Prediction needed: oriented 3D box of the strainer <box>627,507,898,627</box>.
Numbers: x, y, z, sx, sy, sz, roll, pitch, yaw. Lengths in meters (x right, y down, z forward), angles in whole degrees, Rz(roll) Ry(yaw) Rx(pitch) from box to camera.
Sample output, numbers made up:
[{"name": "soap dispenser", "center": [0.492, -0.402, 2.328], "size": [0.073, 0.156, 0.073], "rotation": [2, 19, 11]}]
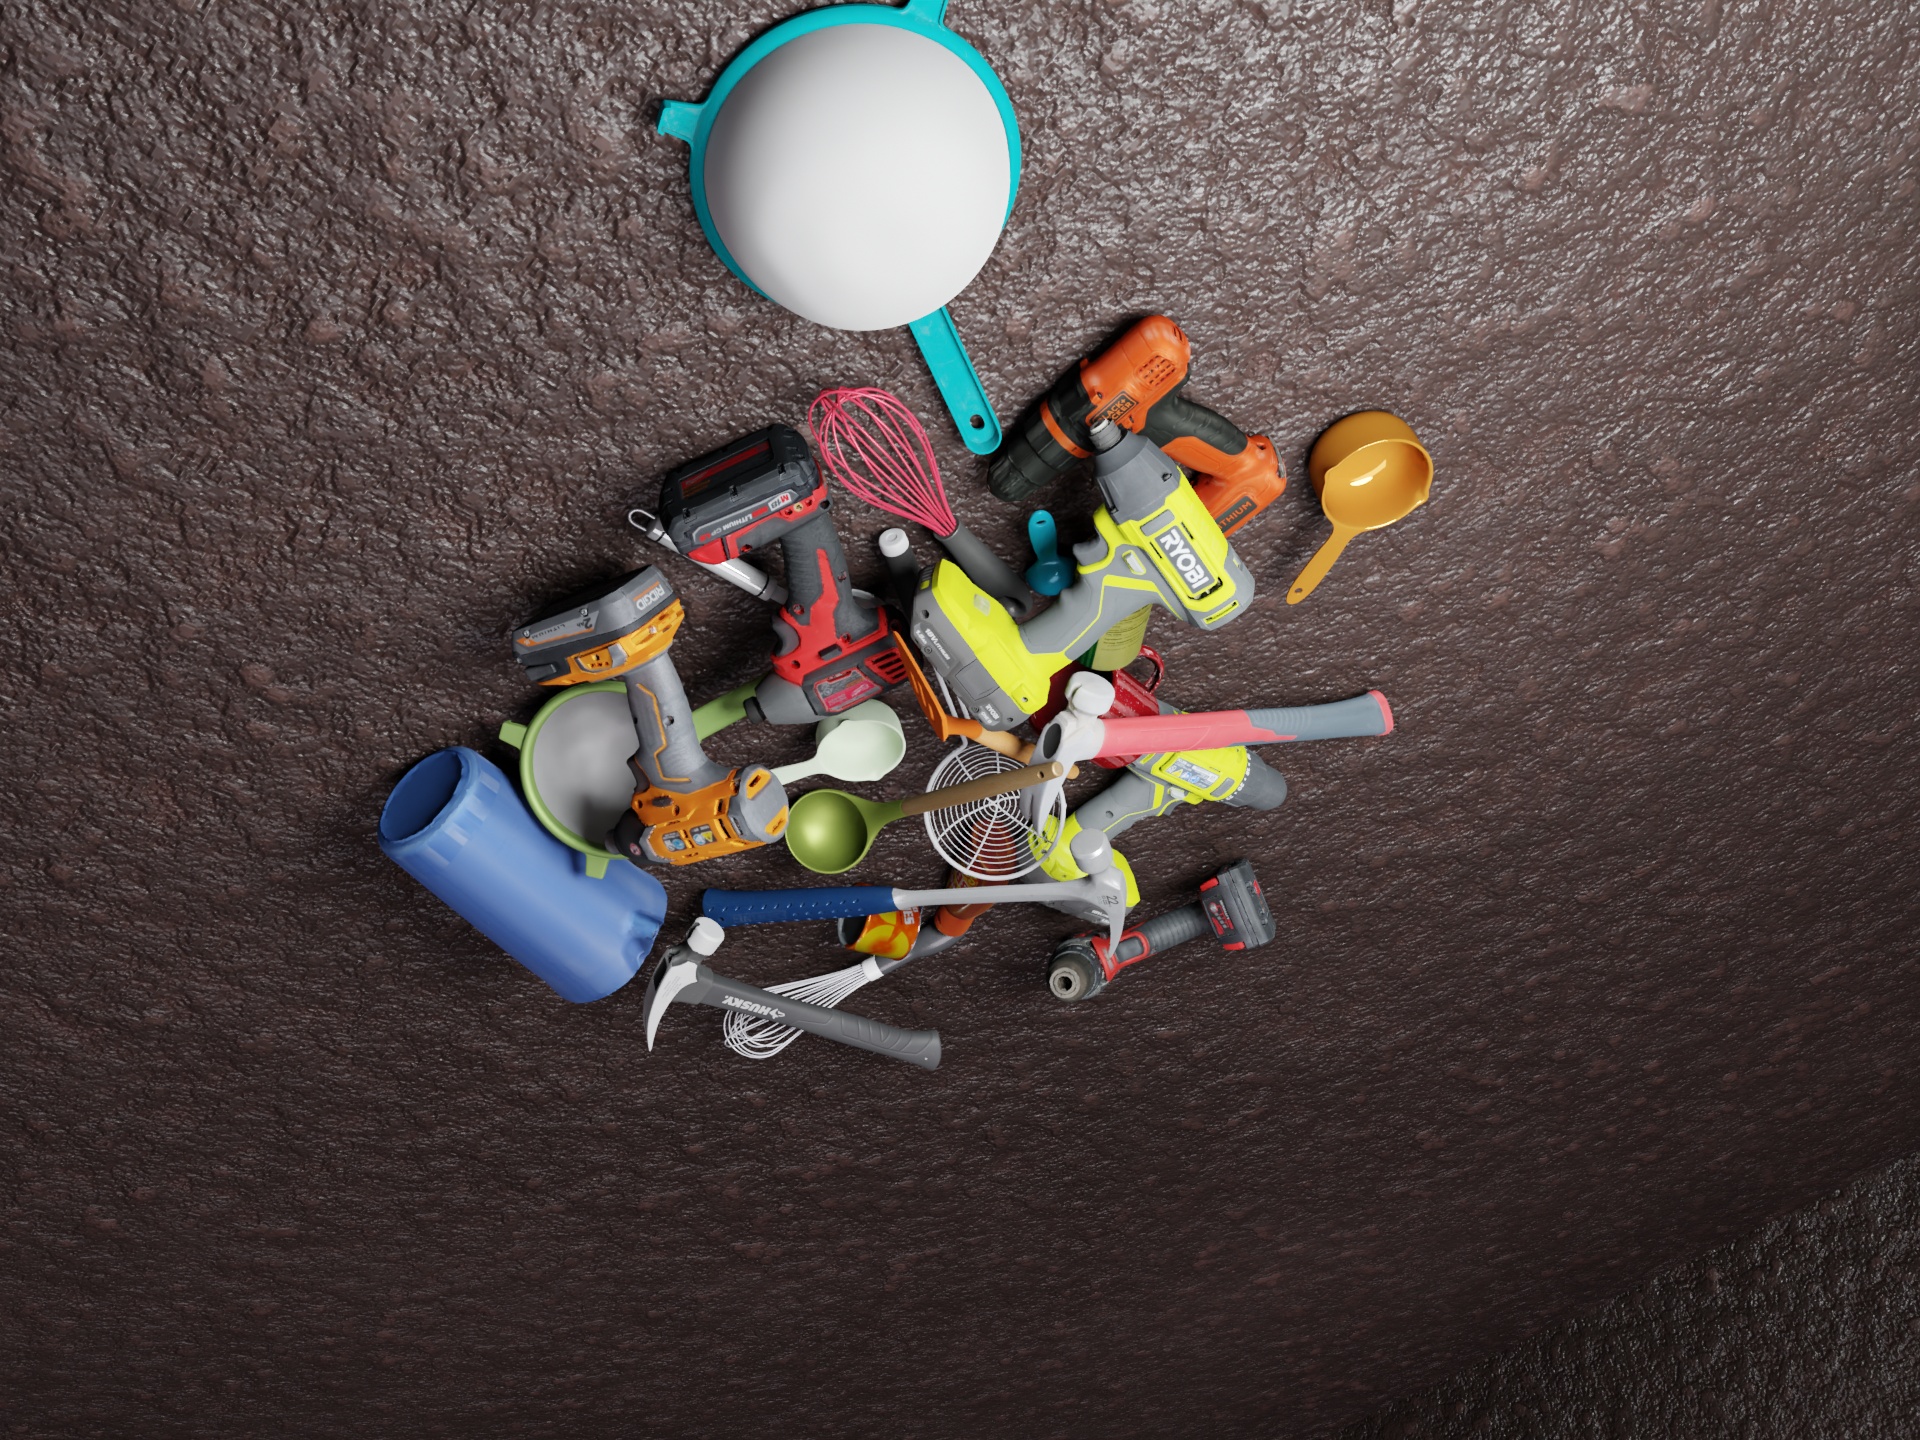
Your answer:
[{"name": "strainer", "center": [-0.144, -0.102, 1.233], "size": [0.258, 0.050, 0.087], "rotation": [28, 120, -29]}]

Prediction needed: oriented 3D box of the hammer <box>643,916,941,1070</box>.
[{"name": "hammer", "center": [-0.156, 0.297, 1.574], "size": [0.334, 0.035, 0.146], "rotation": [24, 114, -32]}]

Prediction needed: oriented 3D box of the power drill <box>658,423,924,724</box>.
[{"name": "power drill", "center": [-0.129, -0.094, 1.177], "size": [0.143, 0.079, 0.219], "rotation": [-25, 125, 3]}]

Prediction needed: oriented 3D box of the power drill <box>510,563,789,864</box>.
[{"name": "power drill", "center": [-0.247, 0.010, 1.218], "size": [0.164, 0.084, 0.226], "rotation": [-16, 109, 29]}]

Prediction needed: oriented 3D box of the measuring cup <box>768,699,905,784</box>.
[{"name": "measuring cup", "center": [-0.130, 0.027, 1.375], "size": [0.167, 0.038, 0.083], "rotation": [-17, 137, 8]}]

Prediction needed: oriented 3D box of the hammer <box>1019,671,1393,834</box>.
[{"name": "hammer", "center": [0.224, 0.020, 1.365], "size": [0.386, 0.038, 0.143], "rotation": [-3, 129, -35]}]

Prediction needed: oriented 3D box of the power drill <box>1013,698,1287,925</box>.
[{"name": "power drill", "center": [0.177, 0.090, 1.485], "size": [0.190, 0.080, 0.228], "rotation": [24, 124, -33]}]

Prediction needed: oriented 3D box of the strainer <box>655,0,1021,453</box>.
[{"name": "strainer", "center": [-0.036, -0.280, 1.027], "size": [0.211, 0.095, 0.340], "rotation": [-21, 135, 9]}]

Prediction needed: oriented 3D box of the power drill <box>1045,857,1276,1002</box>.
[{"name": "power drill", "center": [0.189, 0.216, 1.565], "size": [0.226, 0.080, 0.188], "rotation": [-23, 175, 11]}]

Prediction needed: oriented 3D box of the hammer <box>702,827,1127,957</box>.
[{"name": "hammer", "center": [-0.045, 0.166, 1.445], "size": [0.405, 0.035, 0.143], "rotation": [-5, 135, 20]}]

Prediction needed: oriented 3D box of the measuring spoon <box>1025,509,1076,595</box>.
[{"name": "measuring spoon", "center": [0.068, -0.127, 1.236], "size": [0.042, 0.021, 0.128], "rotation": [-15, 159, 3]}]

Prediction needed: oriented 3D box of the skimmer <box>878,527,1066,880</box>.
[{"name": "skimmer", "center": [-0.002, -0.004, 1.331], "size": [0.127, 0.090, 0.362], "rotation": [-17, 137, 4]}]

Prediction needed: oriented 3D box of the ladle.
[{"name": "ladle", "center": [-0.036, 0.073, 1.339], "size": [0.320, 0.078, 0.062], "rotation": [-17, -172, 47]}]

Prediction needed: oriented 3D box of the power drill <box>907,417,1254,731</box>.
[{"name": "power drill", "center": [0.078, -0.104, 1.166], "size": [0.223, 0.080, 0.171], "rotation": [-31, 113, 19]}]

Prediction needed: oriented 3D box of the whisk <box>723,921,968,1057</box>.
[{"name": "whisk", "center": [-0.117, 0.266, 1.620], "size": [0.284, 0.070, 0.070], "rotation": [-27, 136, 8]}]

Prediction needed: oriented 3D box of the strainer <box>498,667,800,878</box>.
[{"name": "strainer", "center": [-0.234, 0.009, 1.302], "size": [0.256, 0.069, 0.151], "rotation": [-27, 103, 9]}]

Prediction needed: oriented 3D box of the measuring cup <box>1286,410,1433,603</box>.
[{"name": "measuring cup", "center": [0.299, -0.169, 1.259], "size": [0.095, 0.052, 0.173], "rotation": [9, 135, -22]}]

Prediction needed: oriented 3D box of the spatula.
[{"name": "spatula", "center": [0.030, 0.008, 1.276], "size": [0.041, 0.081, 0.322], "rotation": [-38, 153, 16]}]

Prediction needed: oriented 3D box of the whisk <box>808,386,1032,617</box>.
[{"name": "whisk", "center": [-0.019, -0.155, 1.194], "size": [0.073, 0.073, 0.295], "rotation": [-28, 141, 16]}]
